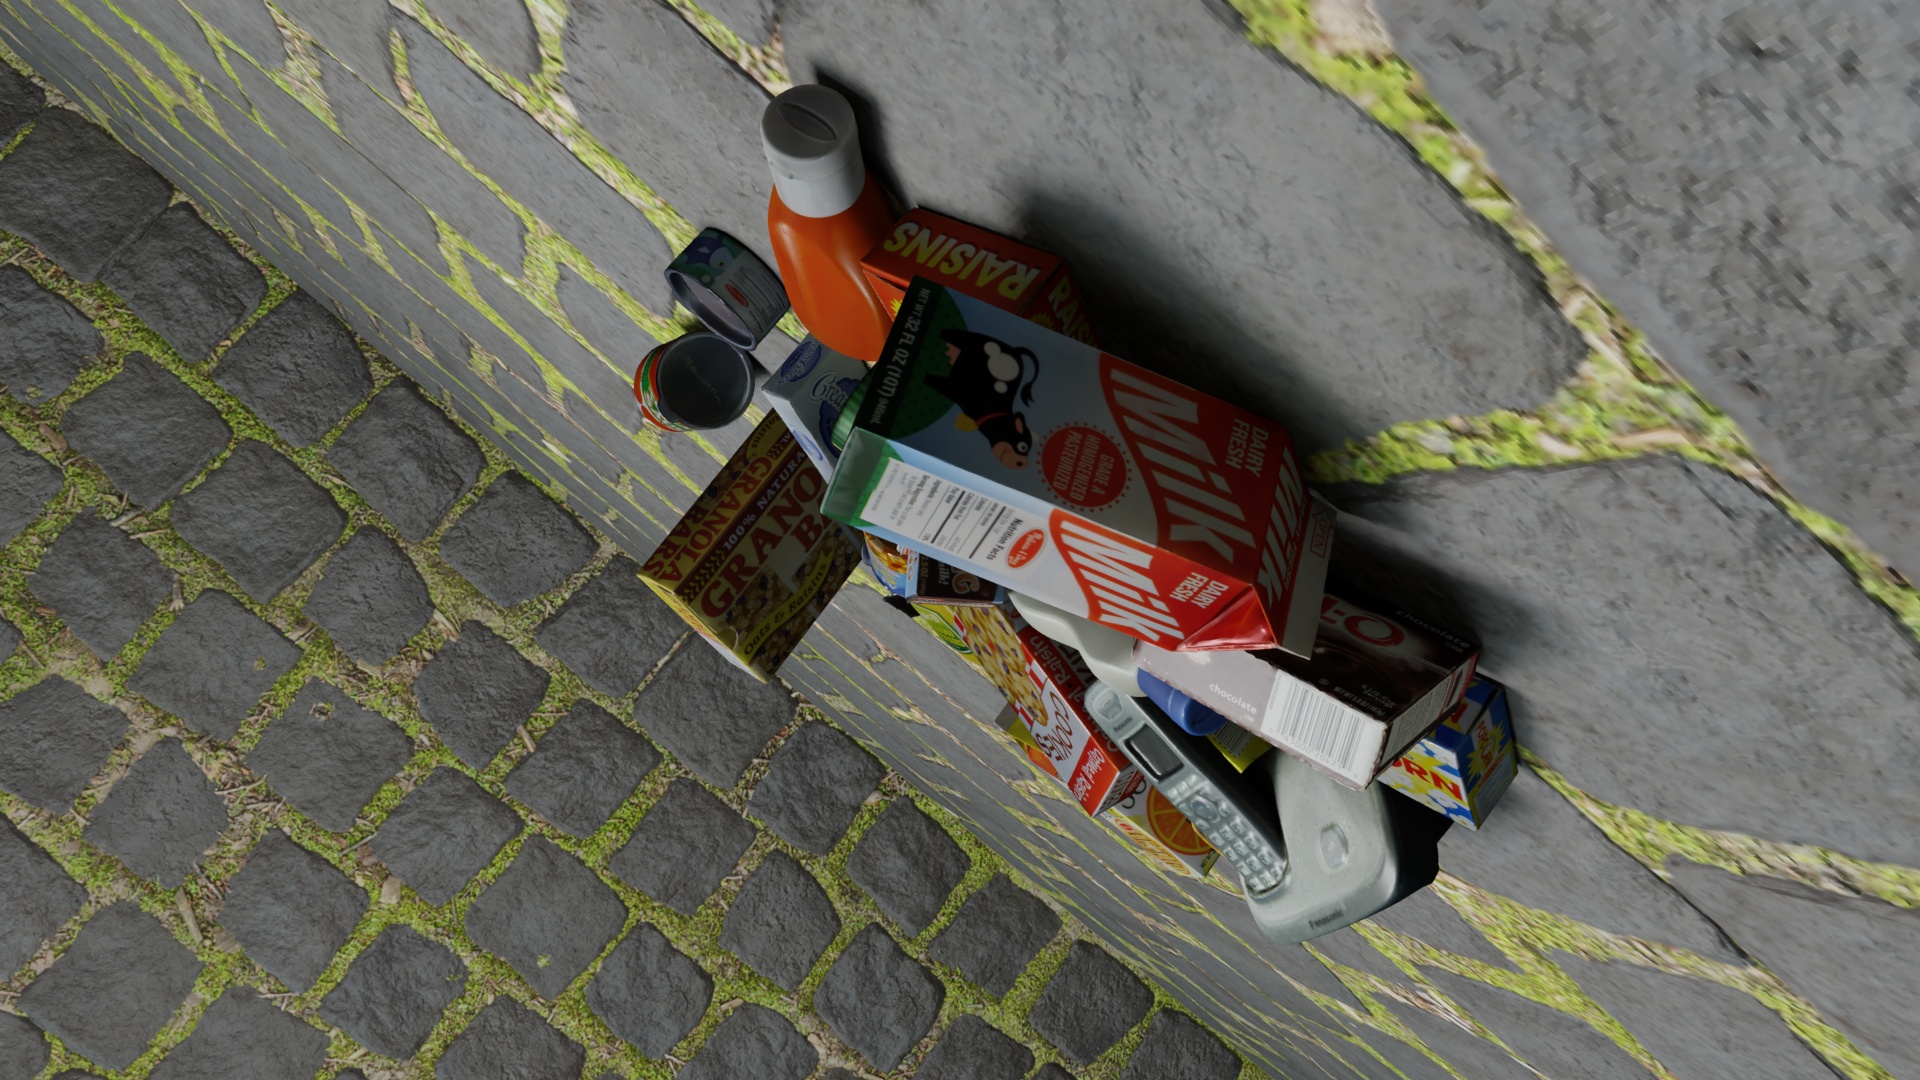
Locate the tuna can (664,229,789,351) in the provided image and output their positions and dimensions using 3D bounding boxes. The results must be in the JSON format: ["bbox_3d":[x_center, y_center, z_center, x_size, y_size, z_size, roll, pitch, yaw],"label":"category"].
[{"bbox_3d":[-0.132,-0.141,0.783,0.071,0.033,0.071,36,166,11],"label":"tuna can"}]

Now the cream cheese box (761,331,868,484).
[{"bbox_3d":[-0.072,-0.074,0.801,0.024,0.053,0.103,27,163,30],"label":"cream cheese box"}]

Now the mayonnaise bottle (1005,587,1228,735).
[{"bbox_3d":[0.083,0.044,0.708,0.041,0.065,0.148,50,176,-41],"label":"mayonnaise bottle"}]

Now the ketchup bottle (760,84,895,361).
[{"bbox_3d":[-0.054,-0.132,0.591,0.065,0.043,0.148,34,165,14],"label":"ketchup bottle"}]

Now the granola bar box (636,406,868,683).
[{"bbox_3d":[-0.113,-0.006,0.891,0.039,0.166,0.123,26,161,34],"label":"granola bar box"}]

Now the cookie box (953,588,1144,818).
[{"bbox_3d":[0.060,0.090,0.902,0.168,0.040,0.122,53,164,18],"label":"cookie box"}]

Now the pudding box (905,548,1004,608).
[{"bbox_3d":[-0.001,-0.007,0.751,0.050,0.084,0.030,6,171,-13],"label":"pudding box"}]

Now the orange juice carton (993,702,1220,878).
[{"bbox_3d":[0.120,0.170,1.059,0.193,0.072,0.073,38,166,2],"label":"orange juice carton"}]

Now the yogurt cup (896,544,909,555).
[{"bbox_3d":[0.003,-0.010,0.801,0.054,0.072,0.072,29,165,3],"label":"yogurt cup"}]

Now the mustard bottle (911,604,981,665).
[{"bbox_3d":[-0.016,0.031,1.006,0.065,0.049,0.159,20,157,48],"label":"mustard bottle"}]

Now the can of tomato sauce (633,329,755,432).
[{"bbox_3d":[-0.185,-0.106,0.954,0.071,0.071,0.083,43,166,-19],"label":"can of tomato sauce"}]

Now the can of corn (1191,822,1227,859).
[{"bbox_3d":[0.200,0.190,0.946,0.071,0.058,0.071,36,166,11],"label":"can of corn"}]

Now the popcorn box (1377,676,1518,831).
[{"bbox_3d":[0.189,0.075,0.649,0.127,0.038,0.085,27,161,39],"label":"popcorn box"}]

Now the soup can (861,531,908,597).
[{"bbox_3d":[-0.031,-0.005,0.884,0.071,0.071,0.083,35,165,13],"label":"soup can"}]

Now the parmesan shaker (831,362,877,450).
[{"bbox_3d":[-0.007,-0.044,0.699,0.103,0.071,0.071,37,166,7],"label":"parmesan shaker"}]

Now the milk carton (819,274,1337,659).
[{"bbox_3d":[0.052,-0.019,0.523,0.191,0.072,0.073,22,151,-6],"label":"milk carton"}]

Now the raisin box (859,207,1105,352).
[{"bbox_3d":[0.020,-0.077,0.590,0.086,0.040,0.123,29,163,36],"label":"raisin box"}]
